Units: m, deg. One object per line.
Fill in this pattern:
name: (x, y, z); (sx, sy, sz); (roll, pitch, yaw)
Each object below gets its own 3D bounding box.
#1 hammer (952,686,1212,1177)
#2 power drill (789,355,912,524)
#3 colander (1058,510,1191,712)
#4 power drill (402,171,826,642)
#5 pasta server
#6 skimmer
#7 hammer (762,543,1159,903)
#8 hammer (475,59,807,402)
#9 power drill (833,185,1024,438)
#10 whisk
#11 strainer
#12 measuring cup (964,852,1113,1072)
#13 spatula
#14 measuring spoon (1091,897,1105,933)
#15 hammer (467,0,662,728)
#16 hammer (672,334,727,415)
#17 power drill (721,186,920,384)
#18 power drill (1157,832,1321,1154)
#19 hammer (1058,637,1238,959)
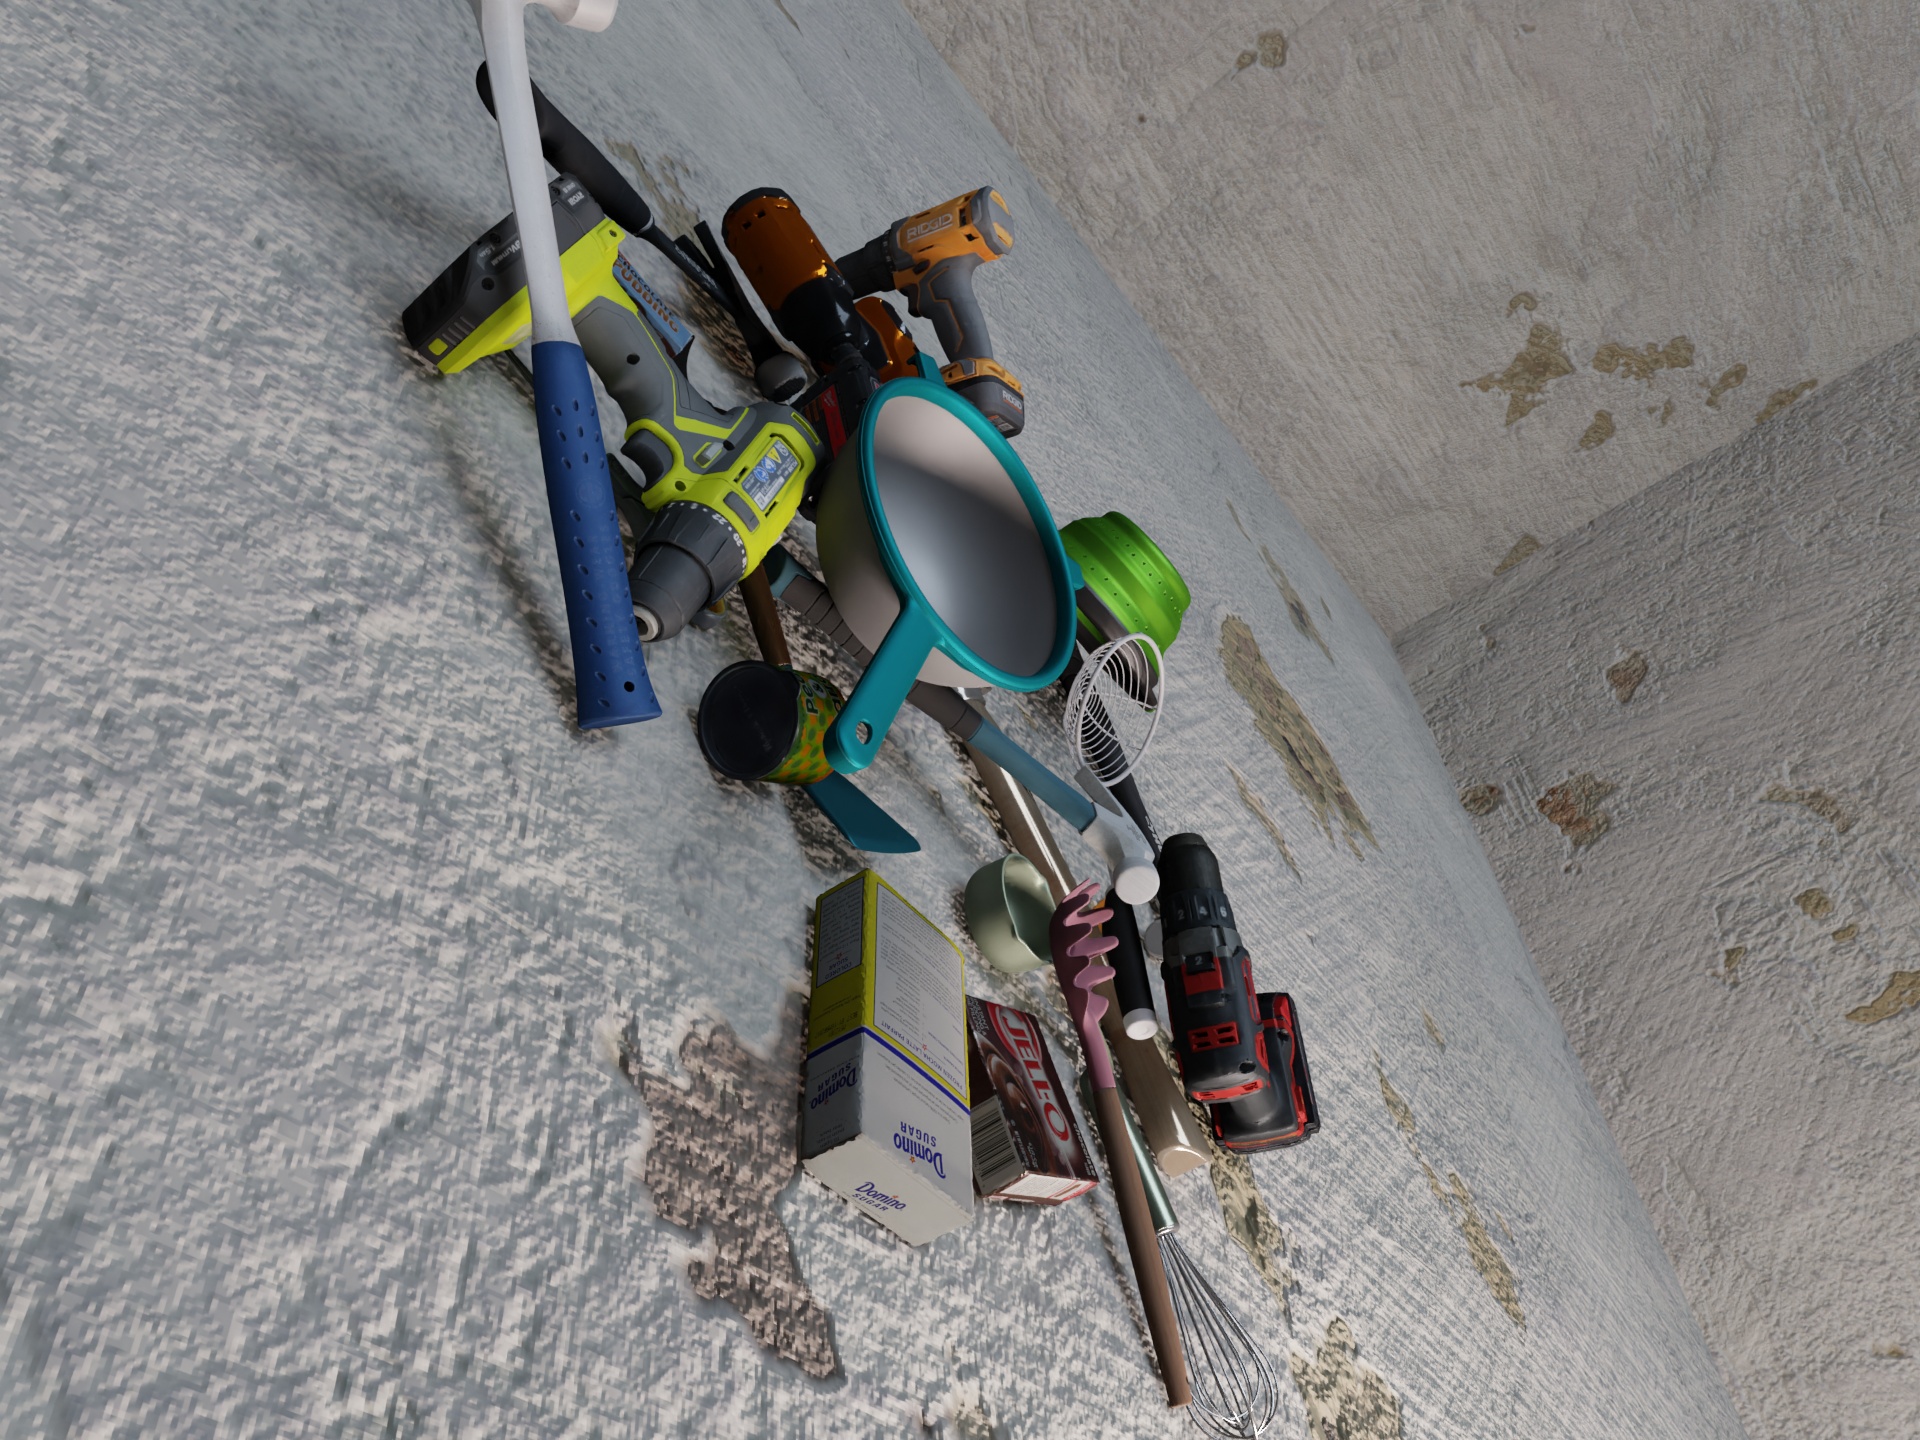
hammer: (0.079, 0.131, 1.160); (0.411, 0.038, 0.146); (64, 20, 15)
power drill: (-0.029, -0.159, 1.162); (0.219, 0.078, 0.143); (34, 32, -44)
colander: (0.102, -0.156, 1.346); (0.205, 0.094, 0.396); (49, 0, 40)
power drill: (-0.190, -0.168, 0.883); (0.228, 0.080, 0.191); (49, 42, -20)
pasta server: (0.102, 0.253, 0.981); (0.060, 0.040, 0.316); (37, 37, -63)
skimmer: (0.136, 0.078, 1.186); (0.364, 0.090, 0.127); (-96, 171, -48)
hammer: (-0.002, -0.003, 1.062); (0.331, 0.033, 0.128); (39, 12, -11)
hammer: (-0.206, -0.328, 1.048); (0.149, 0.036, 0.409); (59, 8, 10)
power drill: (-0.034, -0.356, 1.451); (0.084, 0.185, 0.226); (19, 63, -59)
whisk: (0.129, 0.328, 0.993); (0.059, 0.058, 0.247); (90, -21, -59)
strainer: (-0.041, -0.065, 0.956); (0.210, 0.095, 0.341); (52, 35, -21)
measuring cup: (0.052, 0.168, 1.054); (0.167, 0.038, 0.083); (63, 23, -12)
spatula: (-0.108, -0.059, 0.970); (0.082, 0.044, 0.318); (11, 57, -63)
measuring spoon: (0.115, 0.150, 1.253); (0.021, 0.011, 0.117); (59, 24, 1)
hammer: (-0.210, -0.197, 0.795); (0.144, 0.035, 0.405); (-7, 85, -43)
hammer: (-0.123, -0.199, 1.175); (0.130, 0.031, 0.331); (63, 21, 11)
power drill: (-0.091, -0.302, 1.257); (0.164, 0.084, 0.226); (59, 9, 22)
power drill: (0.191, 0.201, 1.141); (0.226, 0.080, 0.188); (56, 23, -54)
hammer: (0.149, 0.066, 1.408); (0.146, 0.035, 0.335); (23, 40, -56)
